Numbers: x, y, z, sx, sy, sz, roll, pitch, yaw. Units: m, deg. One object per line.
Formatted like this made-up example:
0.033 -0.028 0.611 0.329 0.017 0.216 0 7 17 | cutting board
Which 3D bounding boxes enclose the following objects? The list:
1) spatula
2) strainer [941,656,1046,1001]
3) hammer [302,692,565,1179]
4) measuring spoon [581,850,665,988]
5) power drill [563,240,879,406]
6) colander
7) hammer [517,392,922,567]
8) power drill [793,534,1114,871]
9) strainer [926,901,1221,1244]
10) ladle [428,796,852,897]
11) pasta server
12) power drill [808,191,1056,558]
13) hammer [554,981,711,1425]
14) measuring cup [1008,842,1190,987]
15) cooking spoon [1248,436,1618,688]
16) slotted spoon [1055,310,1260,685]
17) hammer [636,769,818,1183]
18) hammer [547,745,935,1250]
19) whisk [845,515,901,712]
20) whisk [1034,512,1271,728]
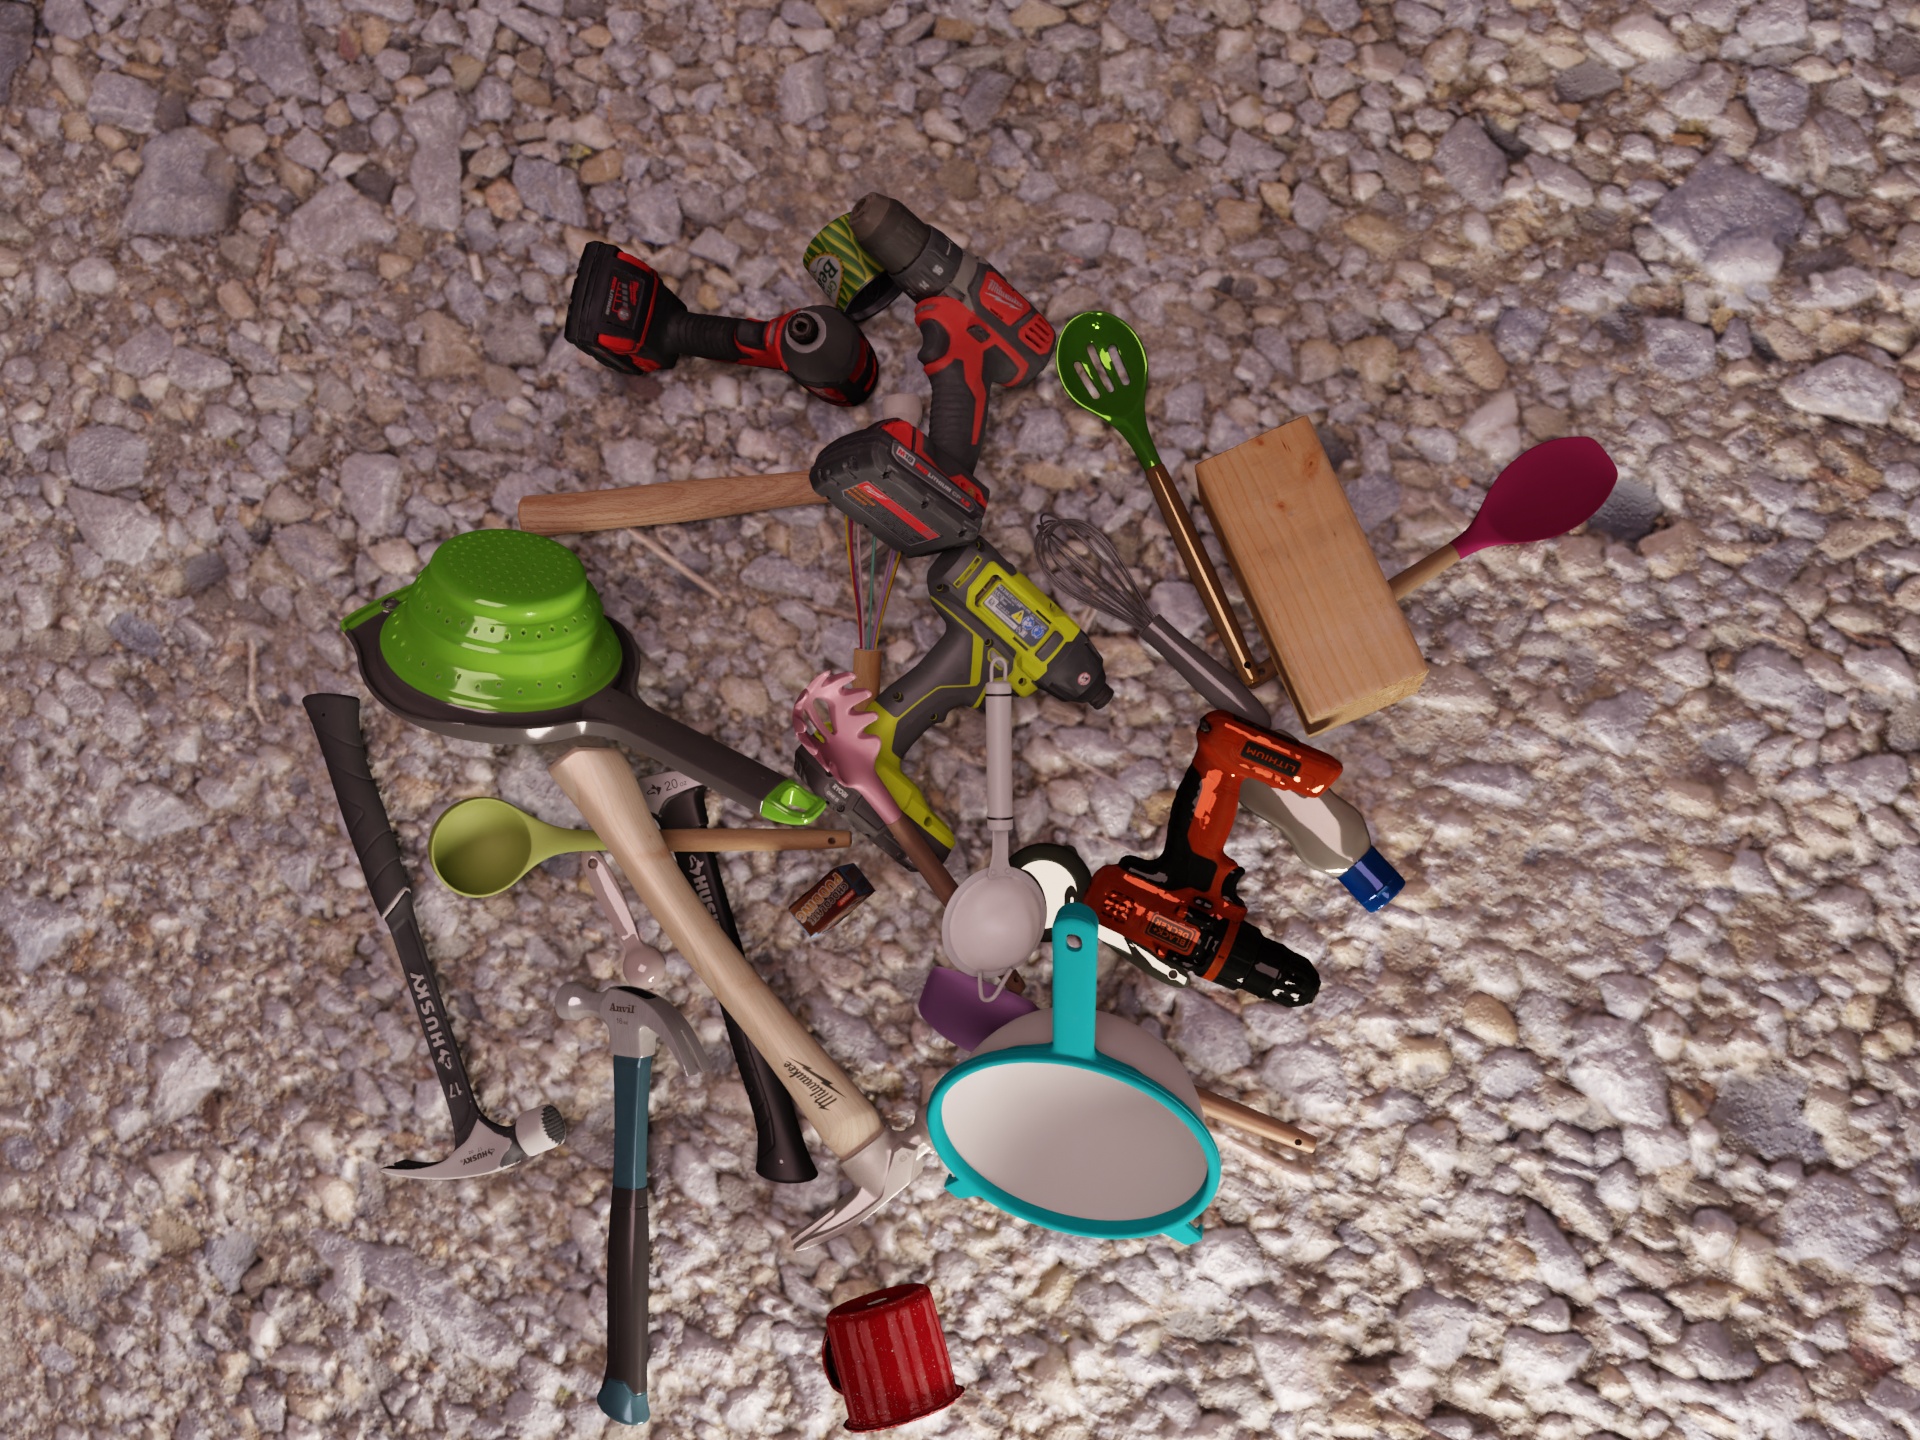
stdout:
0.117 0.265 1.207 0.316 0.018 0.059 20 104 7 | spatula
0.029 0.083 1.157 0.086 0.050 0.258 -3 94 -26 | strainer
-0.446 0.166 1.263 0.149 0.036 0.409 -23 82 12 | hammer
-0.272 0.155 1.256 0.034 0.018 0.124 -28 83 4 | measuring spoon
-0.179 -0.296 1.213 0.220 0.143 0.078 14 91 9 | power drill
-0.266 -0.044 1.155 0.397 0.204 0.094 26 124 15 | colander
-0.188 -0.175 1.261 0.331 0.031 0.130 -6 86 6 | hammer
-0.002 -0.004 1.195 0.171 0.080 0.223 41 90 -20 | power drill
0.085 0.226 1.110 0.211 0.095 0.340 8 130 13 | strainer
-0.243 0.094 1.205 0.320 0.062 0.078 -1 100 5 | ladle
-0.030 0.090 1.147 0.060 0.040 0.316 -48 120 -26 | pasta server
-0.031 -0.254 1.157 0.187 0.080 0.227 35 63 -32 | power drill
-0.256 0.372 1.225 0.128 0.033 0.331 1 90 24 | hammer
0.101 0.155 1.205 0.167 0.038 0.083 32 90 9 | measuring cup
0.352 -0.114 1.205 0.319 0.017 0.069 -33 79 3 | cooking spoon
0.157 -0.170 1.219 0.070 0.031 0.314 -24 83 -1 | slotted spoon
-0.173 0.196 1.235 0.146 0.035 0.335 -19 85 5 | hammer
-0.177 0.196 1.179 0.146 0.038 0.410 -37 96 -9 | hammer
-0.066 -0.076 1.216 0.047 0.051 0.245 1 101 -16 | whisk
0.147 -0.073 1.211 0.239 0.055 0.055 42 92 2 | whisk
